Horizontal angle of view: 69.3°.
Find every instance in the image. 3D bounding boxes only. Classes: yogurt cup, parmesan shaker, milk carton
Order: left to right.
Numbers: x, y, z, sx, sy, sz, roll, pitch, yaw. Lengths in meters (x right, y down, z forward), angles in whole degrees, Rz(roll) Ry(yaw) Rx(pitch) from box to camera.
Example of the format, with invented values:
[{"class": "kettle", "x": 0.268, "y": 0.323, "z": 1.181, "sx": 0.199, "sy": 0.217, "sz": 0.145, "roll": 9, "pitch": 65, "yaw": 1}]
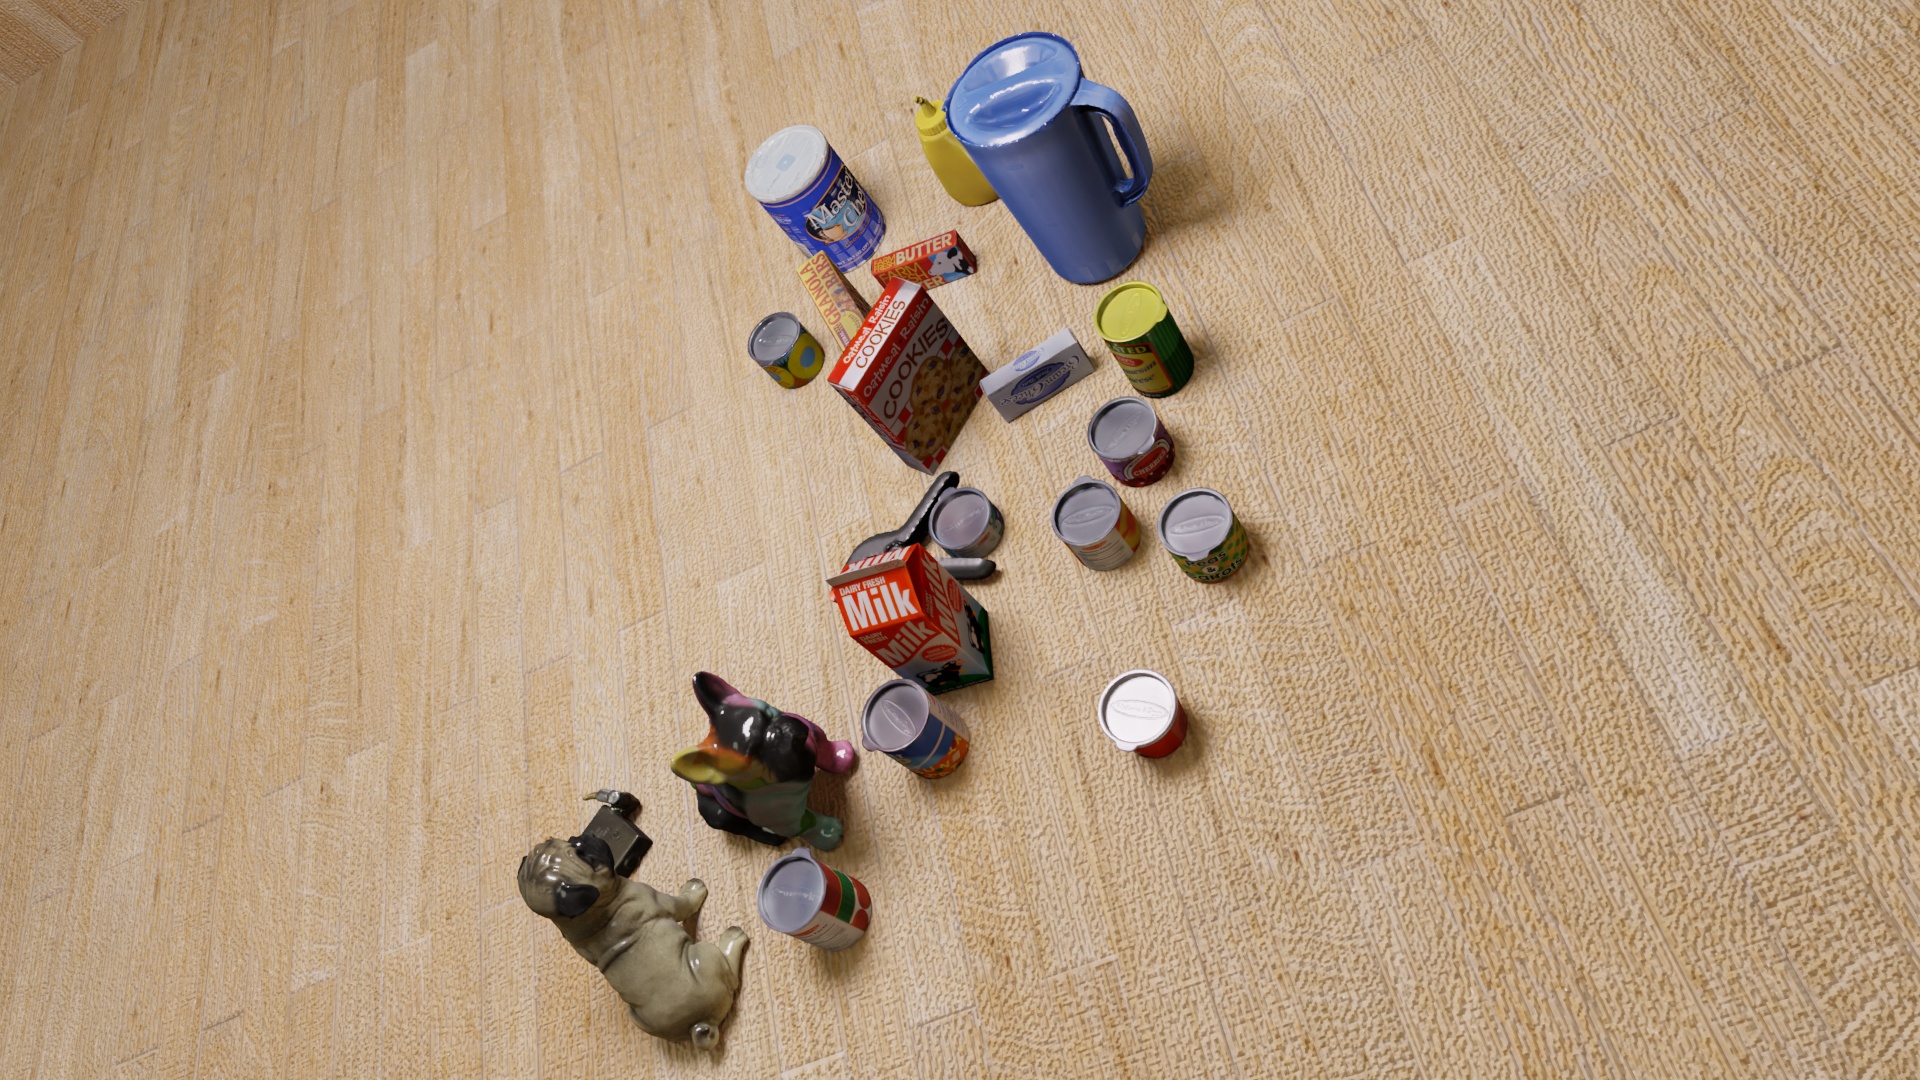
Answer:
[{"class": "milk carton", "x": -0.042, "y": 0.064, "z": 1.210, "sx": 0.072, "sy": 0.190, "sz": 0.074, "roll": -18, "pitch": 57, "yaw": 19}, {"class": "yogurt cup", "x": 0.154, "y": 0.146, "z": 1.147, "sx": 0.072, "sy": 0.054, "sz": 0.073, "roll": -13, "pitch": 59, "yaw": 22}, {"class": "parmesan shaker", "x": 0.174, "y": -0.184, "z": 1.289, "sx": 0.071, "sy": 0.103, "sz": 0.071, "roll": -13, "pitch": 59, "yaw": 22}]

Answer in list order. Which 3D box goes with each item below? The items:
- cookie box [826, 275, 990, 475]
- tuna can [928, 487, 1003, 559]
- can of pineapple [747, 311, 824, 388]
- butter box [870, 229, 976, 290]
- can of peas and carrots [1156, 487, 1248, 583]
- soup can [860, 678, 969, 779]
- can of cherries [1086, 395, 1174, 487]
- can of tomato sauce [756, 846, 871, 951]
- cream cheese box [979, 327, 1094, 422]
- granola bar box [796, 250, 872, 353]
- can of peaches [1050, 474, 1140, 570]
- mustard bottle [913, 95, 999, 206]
[{"class": "cookie box", "x": -0.047, "y": -0.158, "z": 1.352, "sx": 0.040, "sy": 0.167, "sz": 0.123, "roll": 23, "pitch": 76, "yaw": 35}, {"class": "tuna can", "x": 0.005, "y": -0.017, "z": 1.330, "sx": 0.071, "sy": 0.032, "sz": 0.071, "roll": -13, "pitch": 58, "yaw": 22}, {"class": "can of pineapple", "x": -0.192, "y": -0.207, "z": 1.525, "sx": 0.071, "sy": 0.057, "sz": 0.071, "roll": -13, "pitch": 59, "yaw": 22}, {"class": "butter box", "x": -0.040, "y": -0.296, "z": 1.497, "sx": 0.103, "sy": 0.053, "sz": 0.024, "roll": -16, "pitch": 58, "yaw": 20}, {"class": "can of peas and carrots", "x": 0.210, "y": -0.002, "z": 1.196, "sx": 0.071, "sy": 0.058, "sz": 0.071, "roll": -13, "pitch": 59, "yaw": 22}, {"class": "soup can", "x": -0.041, "y": 0.168, "z": 1.219, "sx": 0.071, "sy": 0.083, "sz": 0.071, "roll": -13, "pitch": 59, "yaw": 22}, {"class": "can of cherries", "x": 0.158, "y": -0.088, "z": 1.272, "sx": 0.071, "sy": 0.058, "sz": 0.072, "roll": -13, "pitch": 59, "yaw": 22}, {"class": "can of tomato sauce", "x": -0.123, "y": 0.308, "z": 1.185, "sx": 0.071, "sy": 0.083, "sz": 0.071, "roll": -13, "pitch": 59, "yaw": 22}, {"class": "cream cheese box", "x": 0.076, "y": -0.161, "z": 1.360, "sx": 0.103, "sy": 0.053, "sz": 0.024, "roll": -31, "pitch": 54, "yaw": 10}, {"class": "granola bar box", "x": -0.098, "y": -0.207, "z": 1.433, "sx": 0.039, "sy": 0.124, "sz": 0.166, "roll": -36, "pitch": 53, "yaw": 7}, {"class": "can of peaches", "x": 0.123, "y": -0.015, "z": 1.251, "sx": 0.071, "sy": 0.058, "sz": 0.071, "roll": -13, "pitch": 59, "yaw": 22}, {"class": "mustard bottle", "x": -0.008, "y": -0.423, "z": 1.484, "sx": 0.065, "sy": 0.160, "sz": 0.049, "roll": -7, "pitch": 61, "yaw": 25}]
